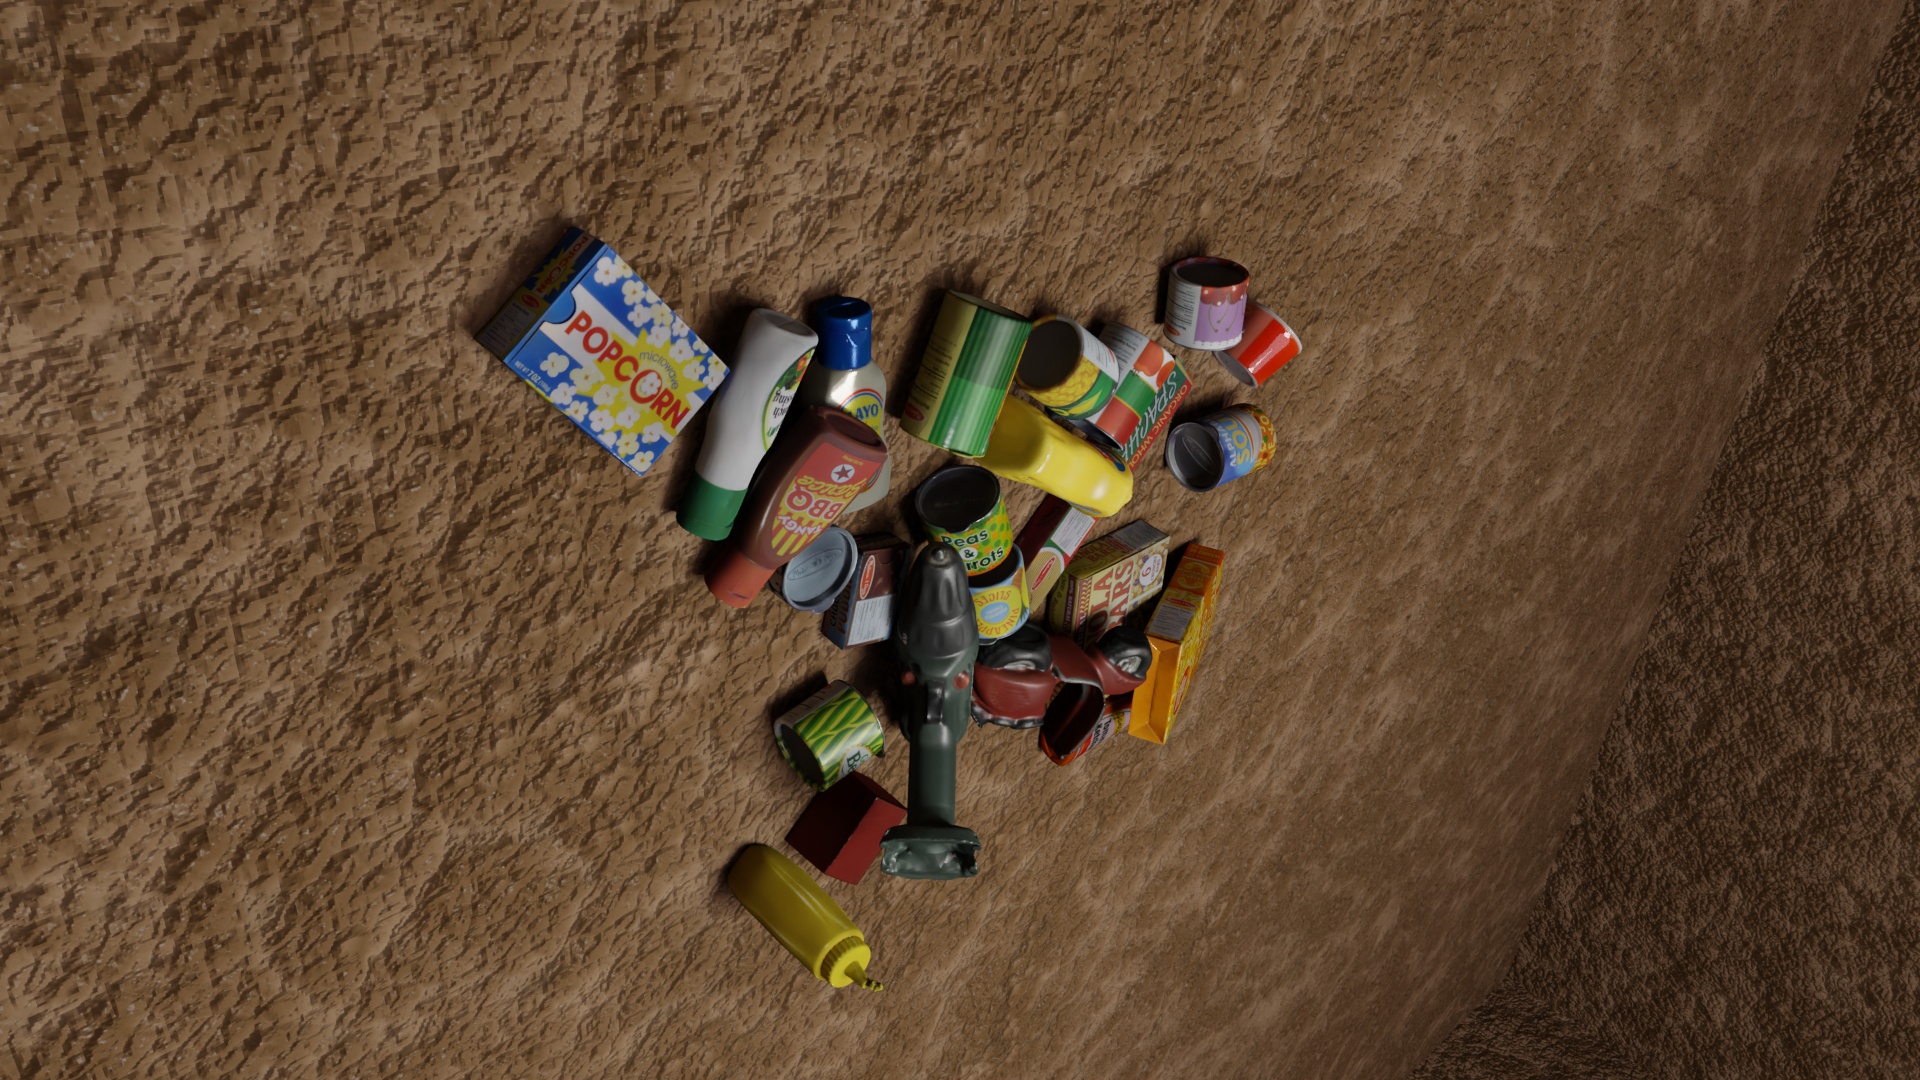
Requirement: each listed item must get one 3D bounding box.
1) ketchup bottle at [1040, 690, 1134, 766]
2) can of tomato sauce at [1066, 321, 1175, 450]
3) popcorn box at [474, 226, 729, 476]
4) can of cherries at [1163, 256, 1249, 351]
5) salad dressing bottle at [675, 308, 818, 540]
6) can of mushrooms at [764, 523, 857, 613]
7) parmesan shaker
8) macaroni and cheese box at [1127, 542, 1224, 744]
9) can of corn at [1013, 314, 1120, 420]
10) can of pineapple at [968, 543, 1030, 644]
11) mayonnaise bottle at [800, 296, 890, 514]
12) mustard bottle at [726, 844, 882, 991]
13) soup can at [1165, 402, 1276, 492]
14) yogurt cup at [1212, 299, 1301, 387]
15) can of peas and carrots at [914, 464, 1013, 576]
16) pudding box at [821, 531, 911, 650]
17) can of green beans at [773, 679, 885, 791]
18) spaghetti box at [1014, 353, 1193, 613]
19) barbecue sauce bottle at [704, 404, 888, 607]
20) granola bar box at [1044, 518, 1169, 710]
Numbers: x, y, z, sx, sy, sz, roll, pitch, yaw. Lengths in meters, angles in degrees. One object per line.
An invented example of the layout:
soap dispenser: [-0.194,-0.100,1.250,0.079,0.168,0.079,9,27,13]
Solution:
ketchup bottle: [0.145,0.168,1.372,0.149,0.043,0.064,-23,143,-38]
can of tomato sauce: [0.125,-0.124,1.124,0.083,0.071,0.071,-58,143,-1]
popcorn box: [-0.200,-0.105,0.792,0.085,0.038,0.126,-51,143,-7]
can of cherries: [0.207,-0.199,1.163,0.072,0.071,0.058,-27,132,-35]
salad dressing bottle: [-0.138,-0.071,0.876,0.147,0.044,0.064,-64,178,18]
can of mushrooms: [-0.109,0.016,0.985,0.071,0.033,0.070,-29,134,-34]
parmesan shaker: [0.006,-0.118,0.987,0.071,0.071,0.102,3,113,-50]
macaroni and cheese box: [0.210,0.097,1.345,0.167,0.040,0.123,-52,152,-51]
can of corn: [0.078,-0.131,1.067,0.058,0.071,0.071,27,94,-52]
can of pineapple: [0.021,0.039,1.118,0.071,0.071,0.057,-36,137,-26]
mayonnaise bottle: [-0.078,-0.090,0.937,0.065,0.041,0.147,-22,131,-32]
mustard bottle: [-0.115,0.298,1.073,0.049,0.160,0.065,-53,142,-4]
soup can: [0.242,-0.088,1.280,0.084,0.071,0.071,-21,130,-39]
yogurt cup: [0.264,-0.174,1.249,0.054,0.072,0.072,-47,143,-1]
can of peas and carrots: [0.004,-0.013,1.061,0.071,0.071,0.058,-41,141,-21]
pudding box: [-0.070,0.037,1.046,0.050,0.030,0.083,-10,122,-44]
can of green beans: [-0.101,0.149,1.061,0.058,0.071,0.071,-33,137,-29]
spaghetti box: [0.114,-0.052,1.194,0.250,0.029,0.050,-55,143,-4]
barbecue sauce bottle: [-0.114,-0.020,0.916,0.065,0.044,0.148,21,118,-43]
granola bar box: [0.133,0.076,1.297,0.125,0.039,0.164,-24,131,-37]
